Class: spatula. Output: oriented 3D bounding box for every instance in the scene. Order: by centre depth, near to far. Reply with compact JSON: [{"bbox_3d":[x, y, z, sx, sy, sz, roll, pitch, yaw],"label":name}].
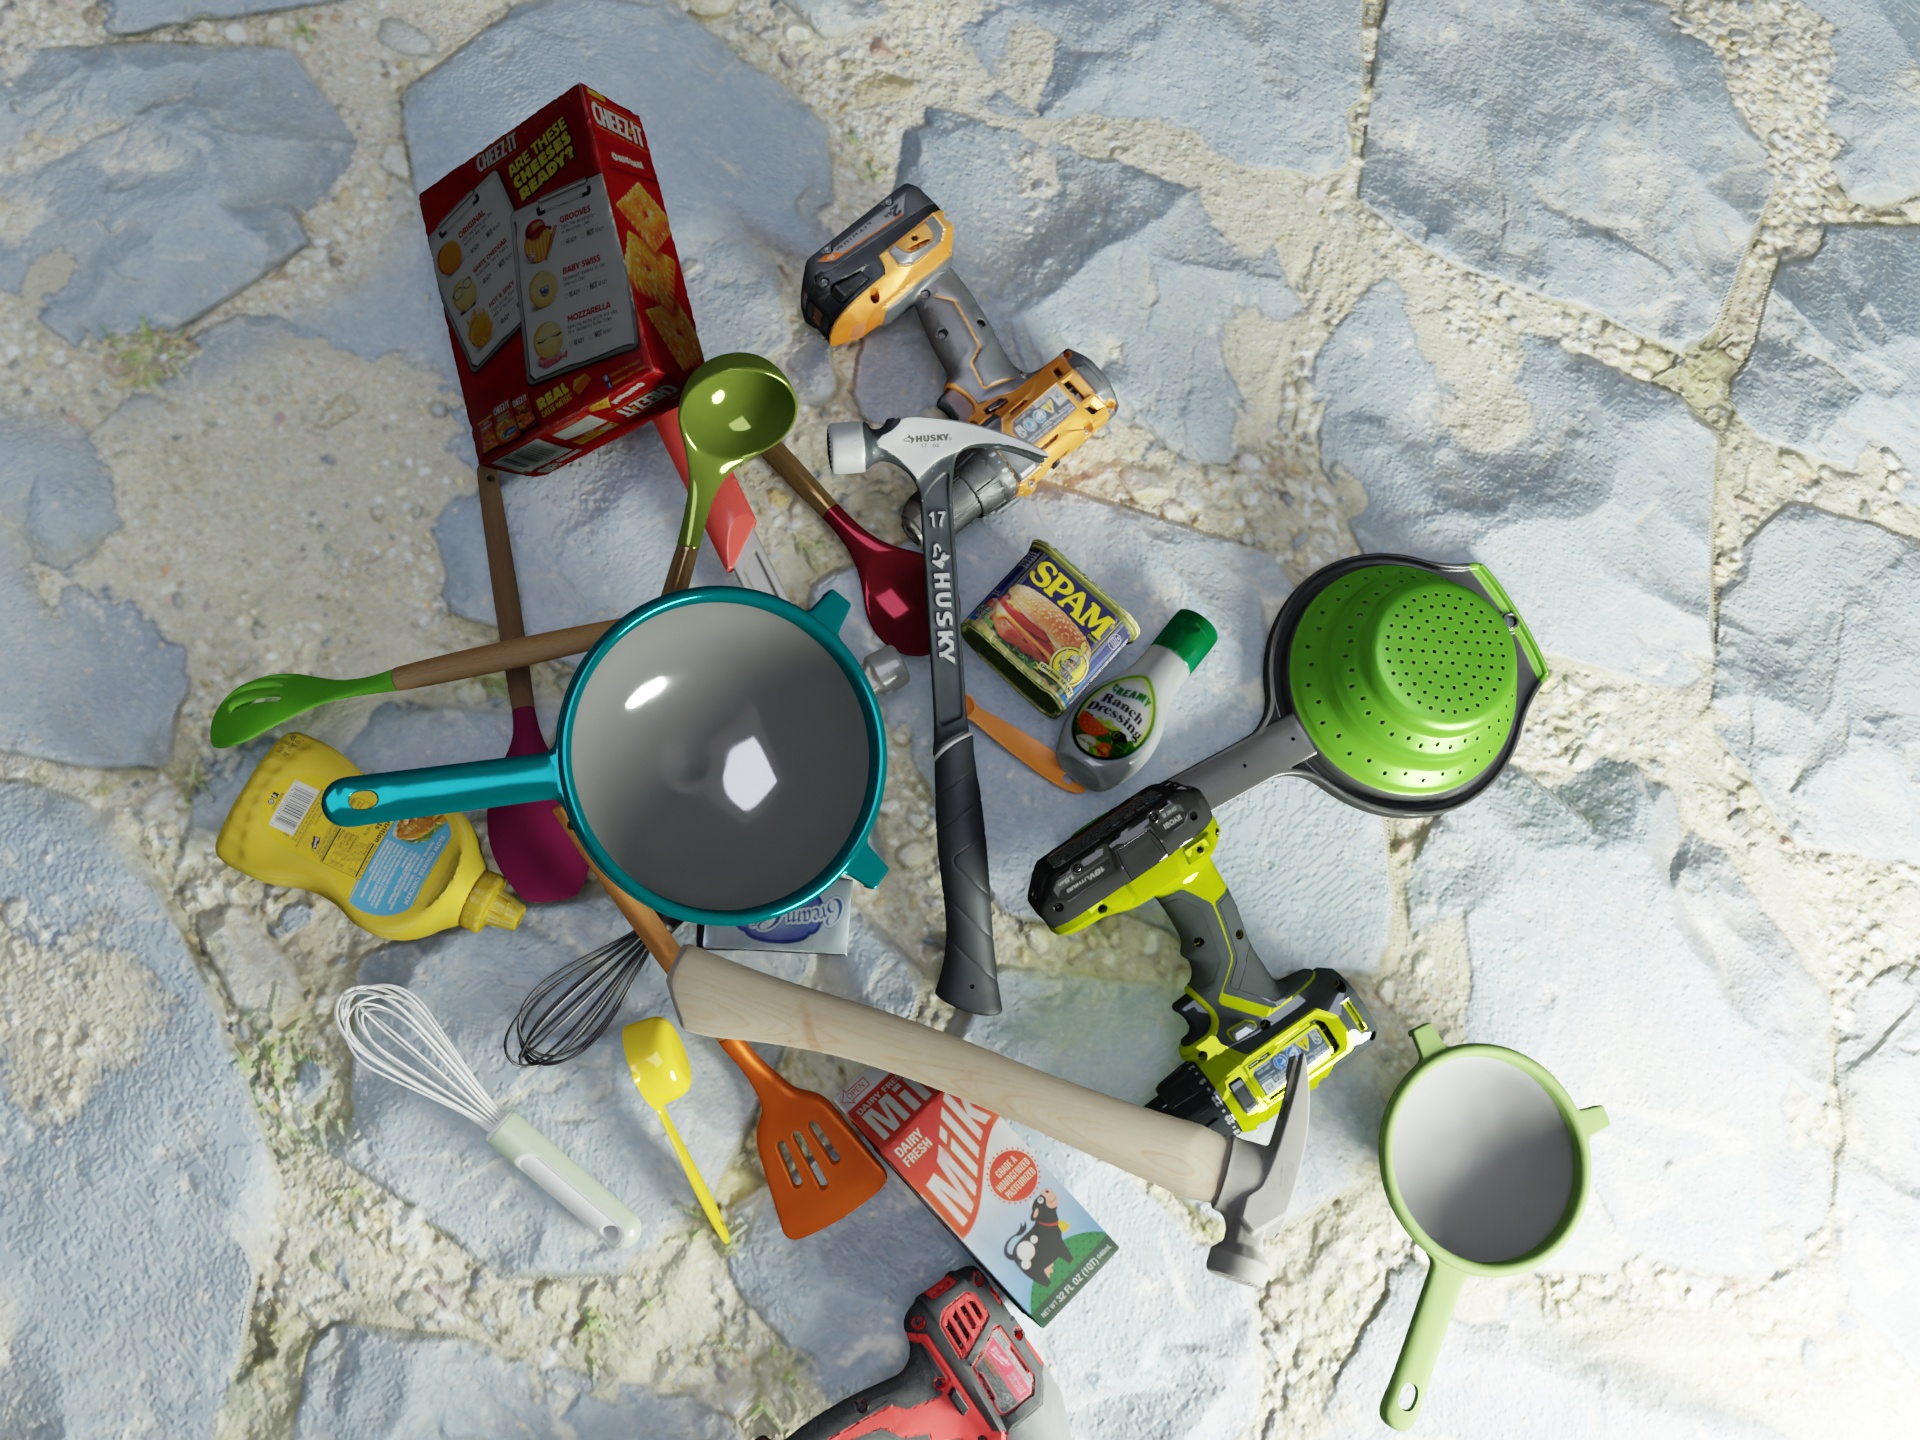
[{"bbox_3d":[-0.165,0.187,1.026,0.081,0.041,0.322,-33,99,7],"label":"spatula"}]

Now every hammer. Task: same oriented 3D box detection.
[{"bbox_3d":[0.017,0.215,0.999,0.410,0.038,0.146,20,72,0],"label":"hammer"},{"bbox_3d":[-0.002,-0.003,1.081,0.149,0.036,0.409,-4,90,-5],"label":"hammer"},{"bbox_3d":[-0.178,-0.151,1.121,0.149,0.036,0.359,-26,83,-10],"label":"hammer"}]

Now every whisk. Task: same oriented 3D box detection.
[{"bbox_3d":[-0.301,0.254,1.018,0.246,0.059,0.057,41,113,-1],"label":"whisk"},{"bbox_3d":[-0.208,0.139,1.057,0.055,0.055,0.239,42,71,3],"label":"whisk"}]

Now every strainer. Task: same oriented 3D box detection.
[{"bbox_3d":[-0.217,0.032,0.991,0.340,0.095,0.211,-7,87,-24],"label":"strainer"},{"bbox_3d":[0.323,0.343,1.068,0.151,0.069,0.256,25,76,-4],"label":"strainer"}]

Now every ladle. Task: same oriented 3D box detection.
[{"bbox_3d":[-0.184,-0.088,1.058,0.078,0.062,0.320,13,97,-34],"label":"ladle"},{"bbox_3d":[-0.113,-0.169,1.150,0.069,0.031,0.315,-44,83,9],"label":"ladle"}]

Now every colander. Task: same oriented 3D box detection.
[{"bbox_3d":[0.259,0.000,1.127,0.397,0.094,0.204,-27,82,-13],"label":"colander"}]

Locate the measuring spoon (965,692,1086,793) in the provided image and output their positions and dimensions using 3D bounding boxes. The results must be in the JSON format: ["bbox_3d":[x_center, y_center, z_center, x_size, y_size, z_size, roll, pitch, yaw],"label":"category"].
[{"bbox_3d":[0.041,0.018,1.138,0.117,0.011,0.021,34,65,-2],"label":"measuring spoon"}]

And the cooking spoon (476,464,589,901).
[{"bbox_3d":[-0.303,-0.032,1.087,0.068,0.017,0.319,-3,72,-31],"label":"cooking spoon"}]

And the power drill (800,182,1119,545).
[{"bbox_3d":[-0.022,-0.252,1.159,0.185,0.084,0.226,-42,90,-13],"label":"power drill"}]

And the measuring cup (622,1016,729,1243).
[{"bbox_3d":[-0.174,0.264,1.031,0.029,0.062,0.156,-25,92,-1],"label":"measuring cup"}]

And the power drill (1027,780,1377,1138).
[{"bbox_3d":[0.144,0.175,1.067,0.190,0.080,0.228,-34,95,-4],"label":"power drill"}]

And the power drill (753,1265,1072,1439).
[{"bbox_3d":[-0.038,0.463,0.991,0.219,0.078,0.143,-34,84,-17],"label":"power drill"}]

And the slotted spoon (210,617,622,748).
[{"bbox_3d":[-0.345,-0.034,1.043,0.314,0.070,0.031,-12,122,2],"label":"slotted spoon"}]
